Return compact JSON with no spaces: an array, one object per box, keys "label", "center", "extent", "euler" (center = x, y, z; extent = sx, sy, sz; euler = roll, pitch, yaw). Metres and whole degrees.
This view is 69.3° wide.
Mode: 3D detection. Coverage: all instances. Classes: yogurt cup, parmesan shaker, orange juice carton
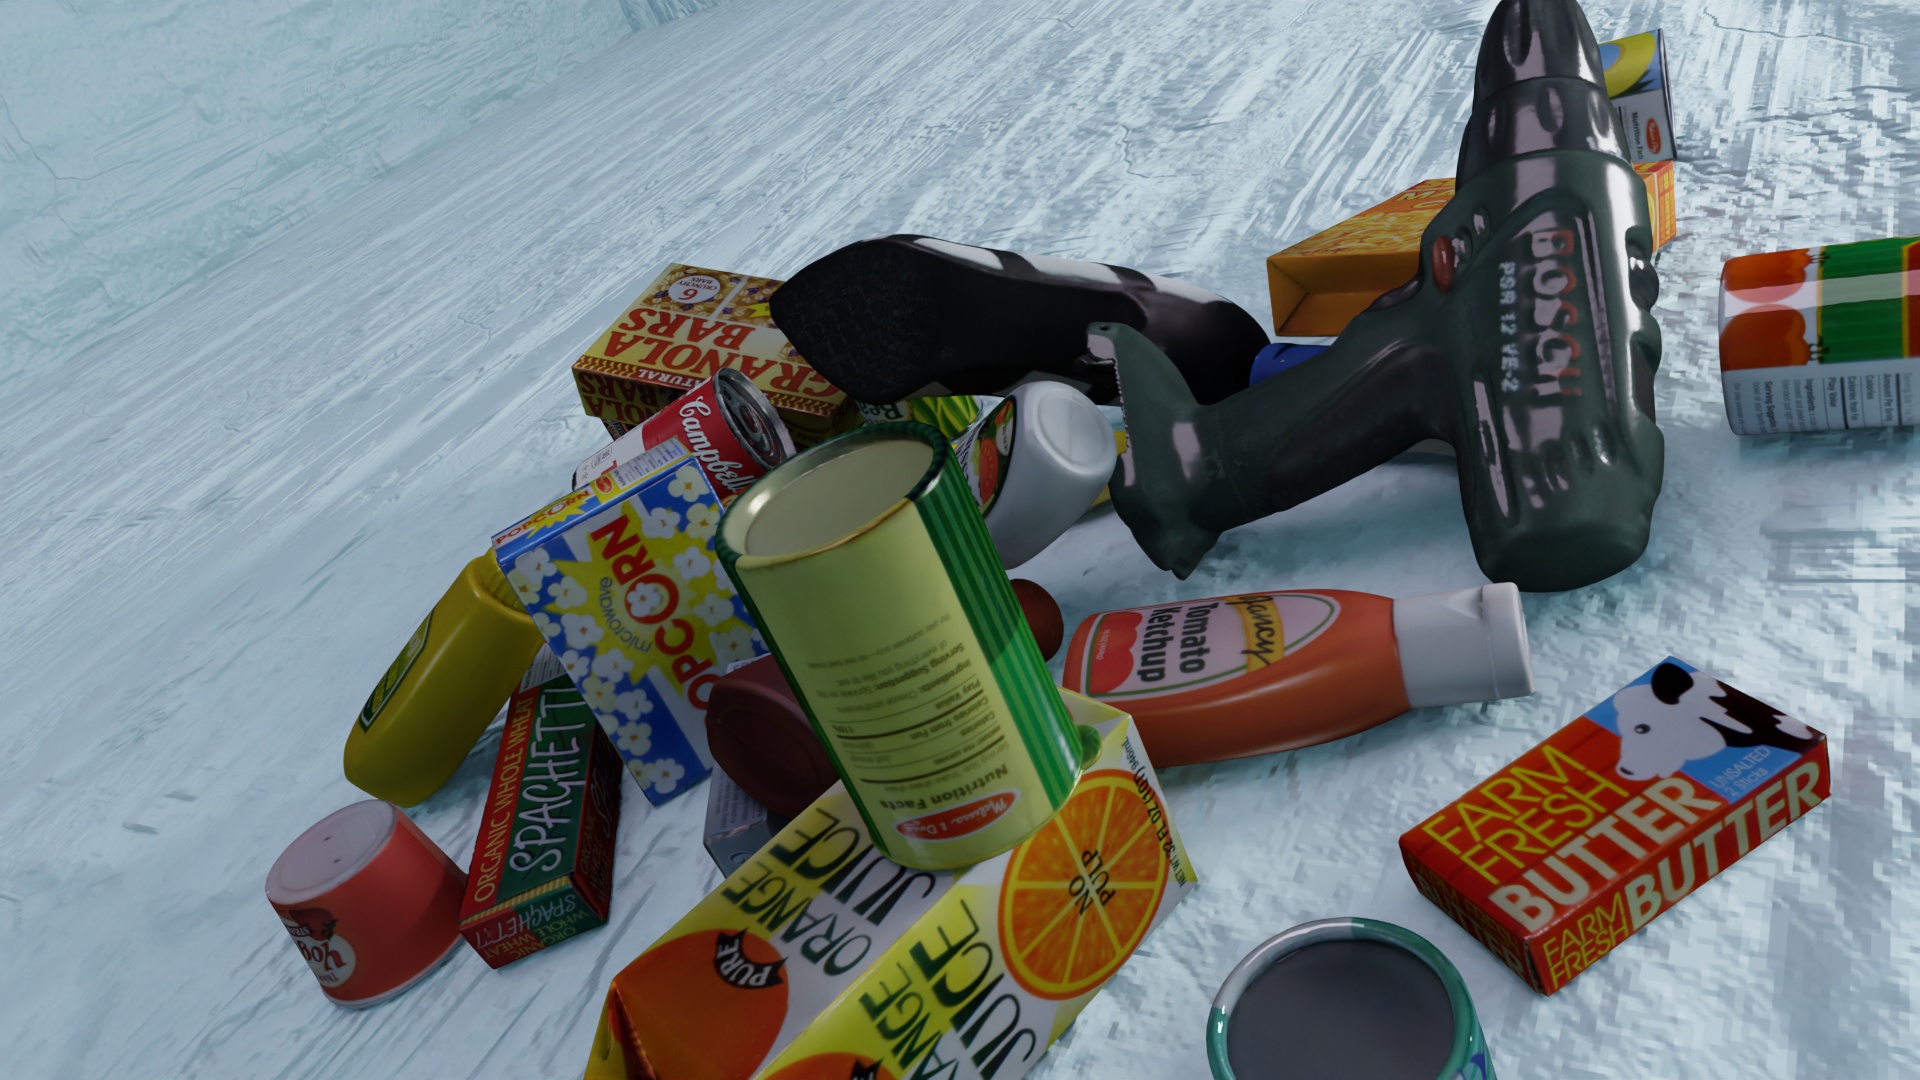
[{"label":"yogurt cup","center":[-0.233,0.140,0.547],"extent":[0.072,0.053,0.073],"euler":[-17,29,10]},{"label":"parmesan shaker","center":[-0.012,0.027,0.371],"extent":[0.071,0.102,0.071],"euler":[-18,28,10]},{"label":"orange juice carton","center":[-0.025,0.125,0.399],"extent":[0.193,0.071,0.073],"euler":[-39,31,-27]}]

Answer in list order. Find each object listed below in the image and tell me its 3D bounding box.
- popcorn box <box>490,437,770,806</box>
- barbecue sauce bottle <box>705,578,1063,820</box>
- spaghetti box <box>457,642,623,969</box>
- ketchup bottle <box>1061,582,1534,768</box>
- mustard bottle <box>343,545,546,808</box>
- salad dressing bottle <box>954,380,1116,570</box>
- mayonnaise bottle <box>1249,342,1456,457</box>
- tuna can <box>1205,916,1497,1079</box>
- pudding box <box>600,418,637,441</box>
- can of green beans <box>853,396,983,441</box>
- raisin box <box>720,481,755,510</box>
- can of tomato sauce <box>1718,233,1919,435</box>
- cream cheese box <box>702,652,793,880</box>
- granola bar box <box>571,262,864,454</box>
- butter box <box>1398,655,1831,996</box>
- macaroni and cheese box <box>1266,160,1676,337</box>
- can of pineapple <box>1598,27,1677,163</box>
[{"label":"popcorn box","center":[-0.121,0.033,0.568],"extent":[0.085,0.126,0.038],"euler":[-31,26,-13]},{"label":"barbecue sauce bottle","center":[-0.017,0.050,0.500],"extent":[0.065,0.043,0.149],"euler":[25,28,30]},{"label":"spaghetti box","center":[-0.177,0.087,0.620],"extent":[0.050,0.028,0.251],"euler":[-23,29,2]},{"label":"ketchup bottle","center":[0.111,0.043,0.466],"extent":[0.148,0.043,0.065],"euler":[-10,31,23]},{"label":"mustard bottle","center":[-0.220,0.047,0.628],"extent":[0.160,0.049,0.065],"euler":[-51,26,15]},{"label":"salad dressing bottle","center":[0.002,-0.007,0.566],"extent":[0.147,0.044,0.064],"euler":[-41,37,44]},{"label":"mayonnaise bottle","center":[0.192,-0.062,0.583],"extent":[0.148,0.041,0.065],"euler":[12,41,46]},{"label":"tuna can","center":[0.097,0.130,0.341],"extent":[0.071,0.032,0.071],"euler":[-18,29,11]},{"label":"pudding box","center":[-0.182,-0.082,0.885],"extent":[0.030,0.049,0.084],"euler":[5,39,44]},{"label":"can of green beans","center":[-0.028,-0.088,0.772],"extent":[0.071,0.057,0.071],"euler":[-18,29,11]},{"label":"raisin box","center":[-0.104,0.009,0.685],"extent":[0.123,0.040,0.086],"euler":[-29,30,-8]},{"label":"can of tomato sauce","center":[0.315,-0.073,0.483],"extent":[0.083,0.071,0.071],"euler":[-2,36,36]},{"label":"cream cheese box","center":[-0.069,0.091,0.507],"extent":[0.024,0.053,0.104],"euler":[-19,29,6]},{"label":"granola bar box","center":[-0.128,-0.109,0.839],"extent":[0.165,0.038,0.125],"euler":[12,44,16]},{"label":"butter box","center":[0.178,0.076,0.381],"extent":[0.104,0.024,0.053],"euler":[-30,29,-11]},{"label":"macaroni and cheese box","center":[0.235,-0.133,0.633],"extent":[0.123,0.040,0.167],"euler":[7,27,42]},{"label":"can of pineapple","center":[0.338,-0.227,0.724],"extent":[0.058,0.070,0.071],"euler":[-6,33,30]}]
